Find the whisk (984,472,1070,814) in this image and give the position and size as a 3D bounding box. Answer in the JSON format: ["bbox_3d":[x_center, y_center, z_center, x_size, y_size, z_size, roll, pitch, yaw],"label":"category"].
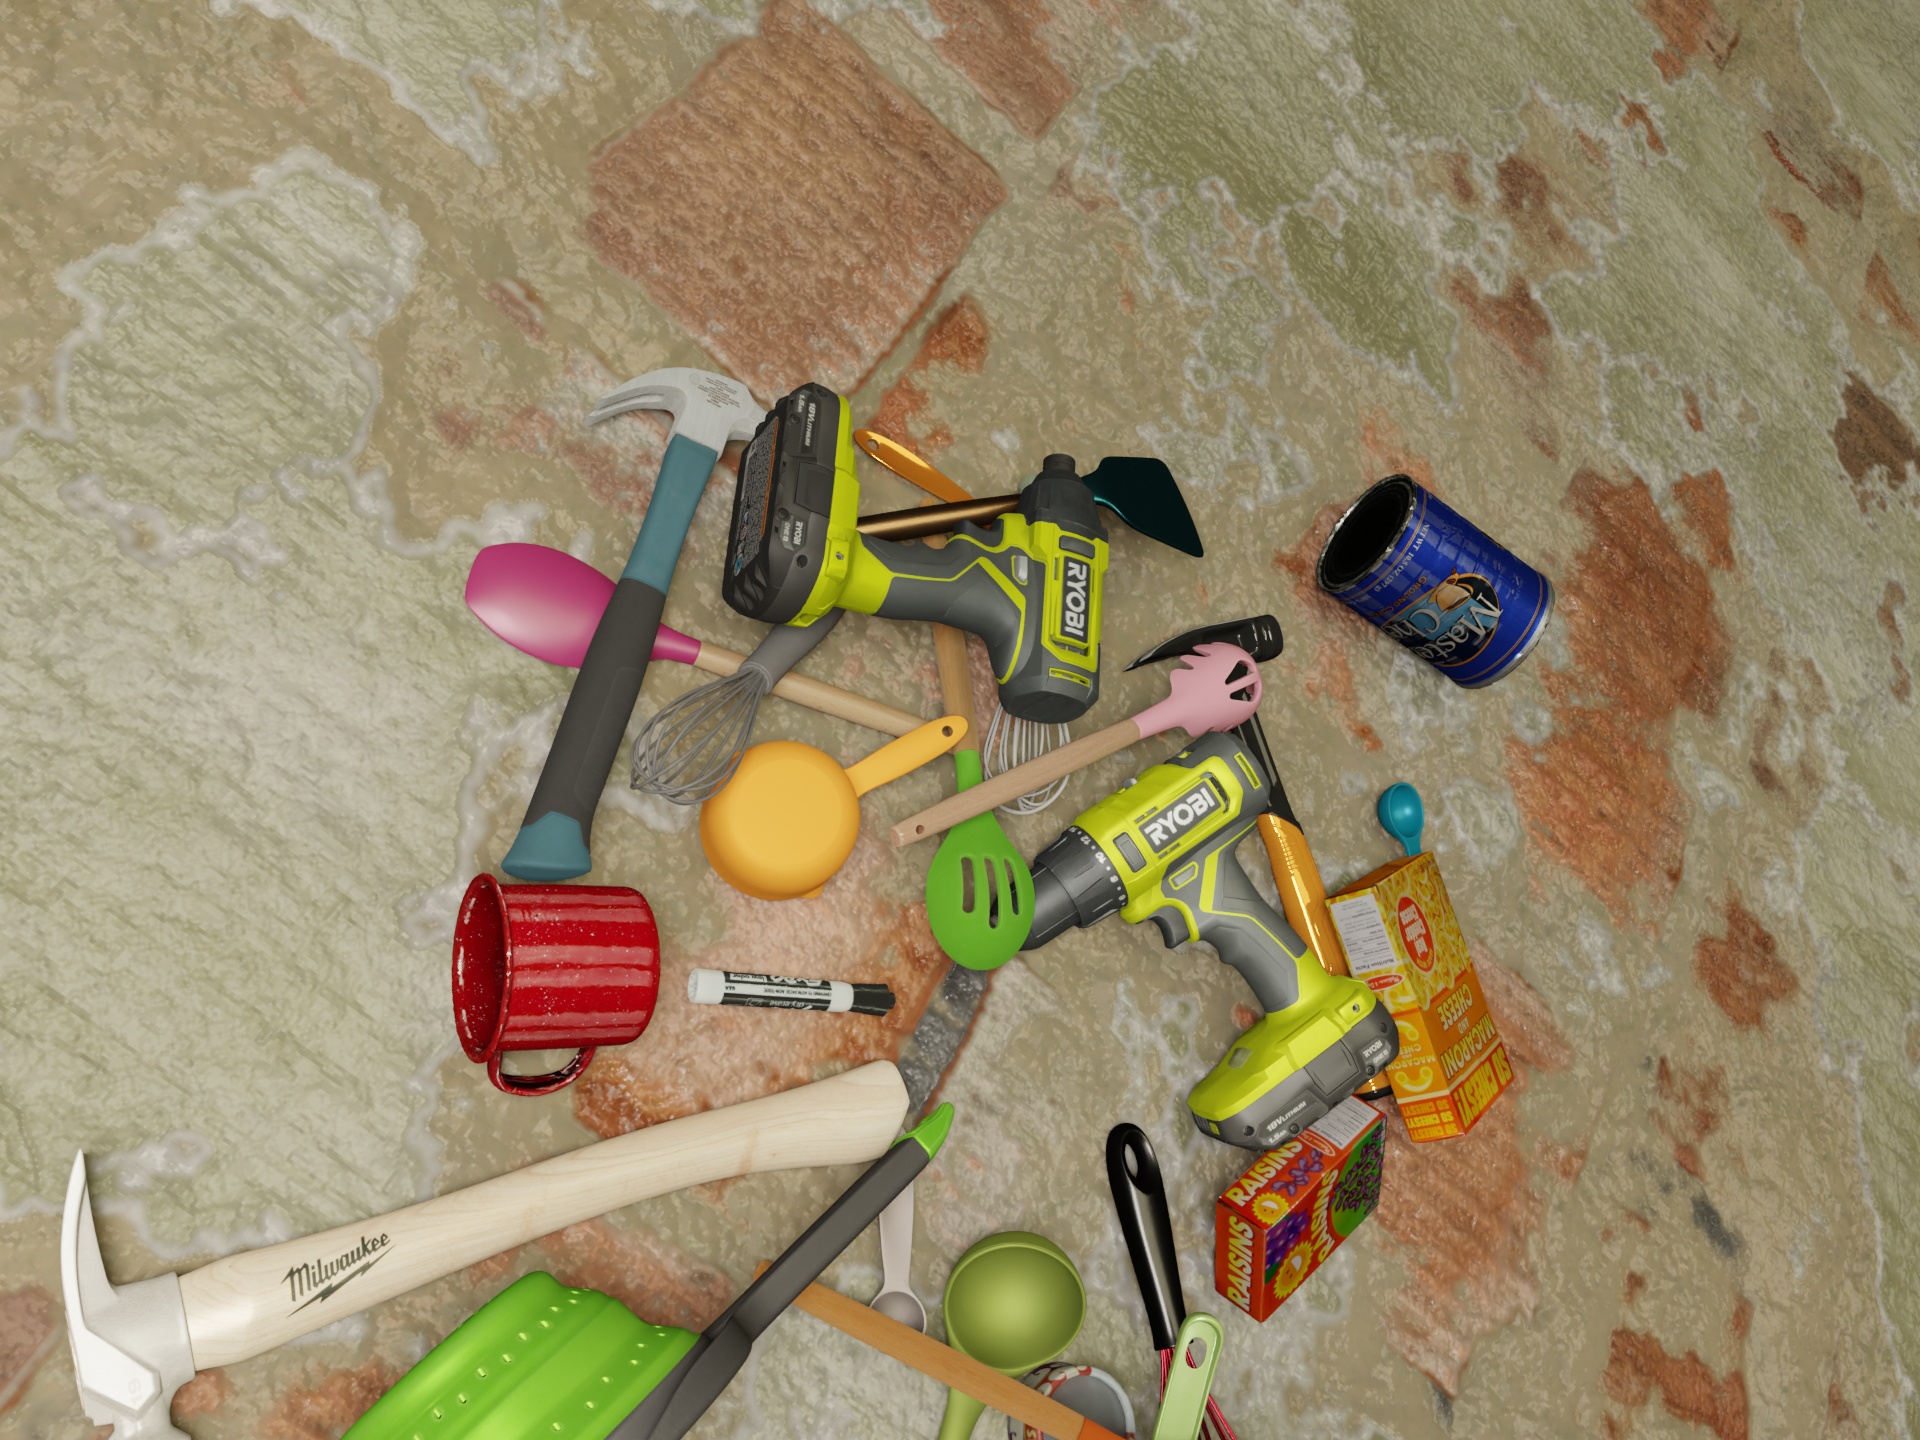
[{"bbox_3d":[0.046,-0.054,1.030,0.057,0.059,0.247,44,43,-55],"label":"whisk"}]

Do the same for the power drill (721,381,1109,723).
[{"bbox_3d":[-0.017,-0.105,0.932,0.223,0.080,0.171,15,65,-25],"label":"power drill"}]

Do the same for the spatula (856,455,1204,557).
[{"bbox_3d":[0.013,-0.126,1.019,0.317,0.044,0.082,-11,66,-19],"label":"spatula"}]

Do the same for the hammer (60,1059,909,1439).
[{"bbox_3d":[-0.212,0.229,0.790,0.410,0.038,0.146,-11,77,-32],"label":"hammer"}]

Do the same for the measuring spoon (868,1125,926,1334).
[{"bbox_3d":[-0.038,0.286,0.882,0.034,0.018,0.124,7,62,-17],"label":"measuring spoon"}]

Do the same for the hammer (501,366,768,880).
[{"bbox_3d":[-0.180,-0.061,0.888,0.128,0.033,0.331,24,61,-20],"label":"hammer"}]

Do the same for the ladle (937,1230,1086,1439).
[{"bbox_3d":[-0.018,0.420,0.820,0.078,0.062,0.320,28,64,-5],"label":"ladle"}]

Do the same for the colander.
[{"bbox_3d":[-0.148,0.273,0.737,0.094,0.204,0.397,48,45,7],"label":"colander"}]

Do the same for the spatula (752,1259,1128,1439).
[{"bbox_3d":[0.040,0.349,0.810,0.322,0.041,0.081,23,61,8],"label":"spatula"}]

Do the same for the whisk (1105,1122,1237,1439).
[{"bbox_3d":[0.127,0.380,0.915,0.073,0.073,0.296,0,67,-29],"label":"whisk"}]

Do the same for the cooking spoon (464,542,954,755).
[{"bbox_3d":[-0.131,-0.032,0.936,0.318,0.017,0.069,20,62,-22],"label":"cooking spoon"}]

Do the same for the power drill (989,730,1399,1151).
[{"bbox_3d":[0.144,0.145,0.981,0.190,0.080,0.228,-33,91,-13],"label":"power drill"}]

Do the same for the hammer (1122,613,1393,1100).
[{"bbox_3d":[0.218,0.094,1.077,0.127,0.034,0.337,-13,80,-33],"label":"hammer"}]

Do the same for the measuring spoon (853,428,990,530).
[{"bbox_3d":[-0.022,-0.157,1.048,0.117,0.011,0.021,31,57,-12],"label":"measuring spoon"}]

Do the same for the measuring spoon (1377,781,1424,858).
[{"bbox_3d":[0.320,0.109,1.142,0.042,0.021,0.128,-5,84,-40],"label":"measuring spoon"}]

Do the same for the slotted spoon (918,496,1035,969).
[{"bbox_3d":[-0.002,-0.003,0.973,0.070,0.031,0.314,4,63,-24],"label":"slotted spoon"}]

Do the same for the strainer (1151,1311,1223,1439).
[{"bbox_3d":[0.098,0.437,0.815,0.151,0.069,0.256,17,77,3],"label":"strainer"}]

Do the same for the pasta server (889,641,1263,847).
[{"bbox_3d":[0.081,0.016,0.975,0.316,0.040,0.060,-23,95,-34],"label":"pasta server"}]

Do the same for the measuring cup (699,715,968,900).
[{"bbox_3d":[-0.065,0.036,0.903,0.173,0.052,0.095,-28,86,-17],"label":"measuring cup"}]

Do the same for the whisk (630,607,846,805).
[{"bbox_3d":[-0.114,-0.026,0.897,0.055,0.055,0.239,45,38,-8],"label":"whisk"}]
